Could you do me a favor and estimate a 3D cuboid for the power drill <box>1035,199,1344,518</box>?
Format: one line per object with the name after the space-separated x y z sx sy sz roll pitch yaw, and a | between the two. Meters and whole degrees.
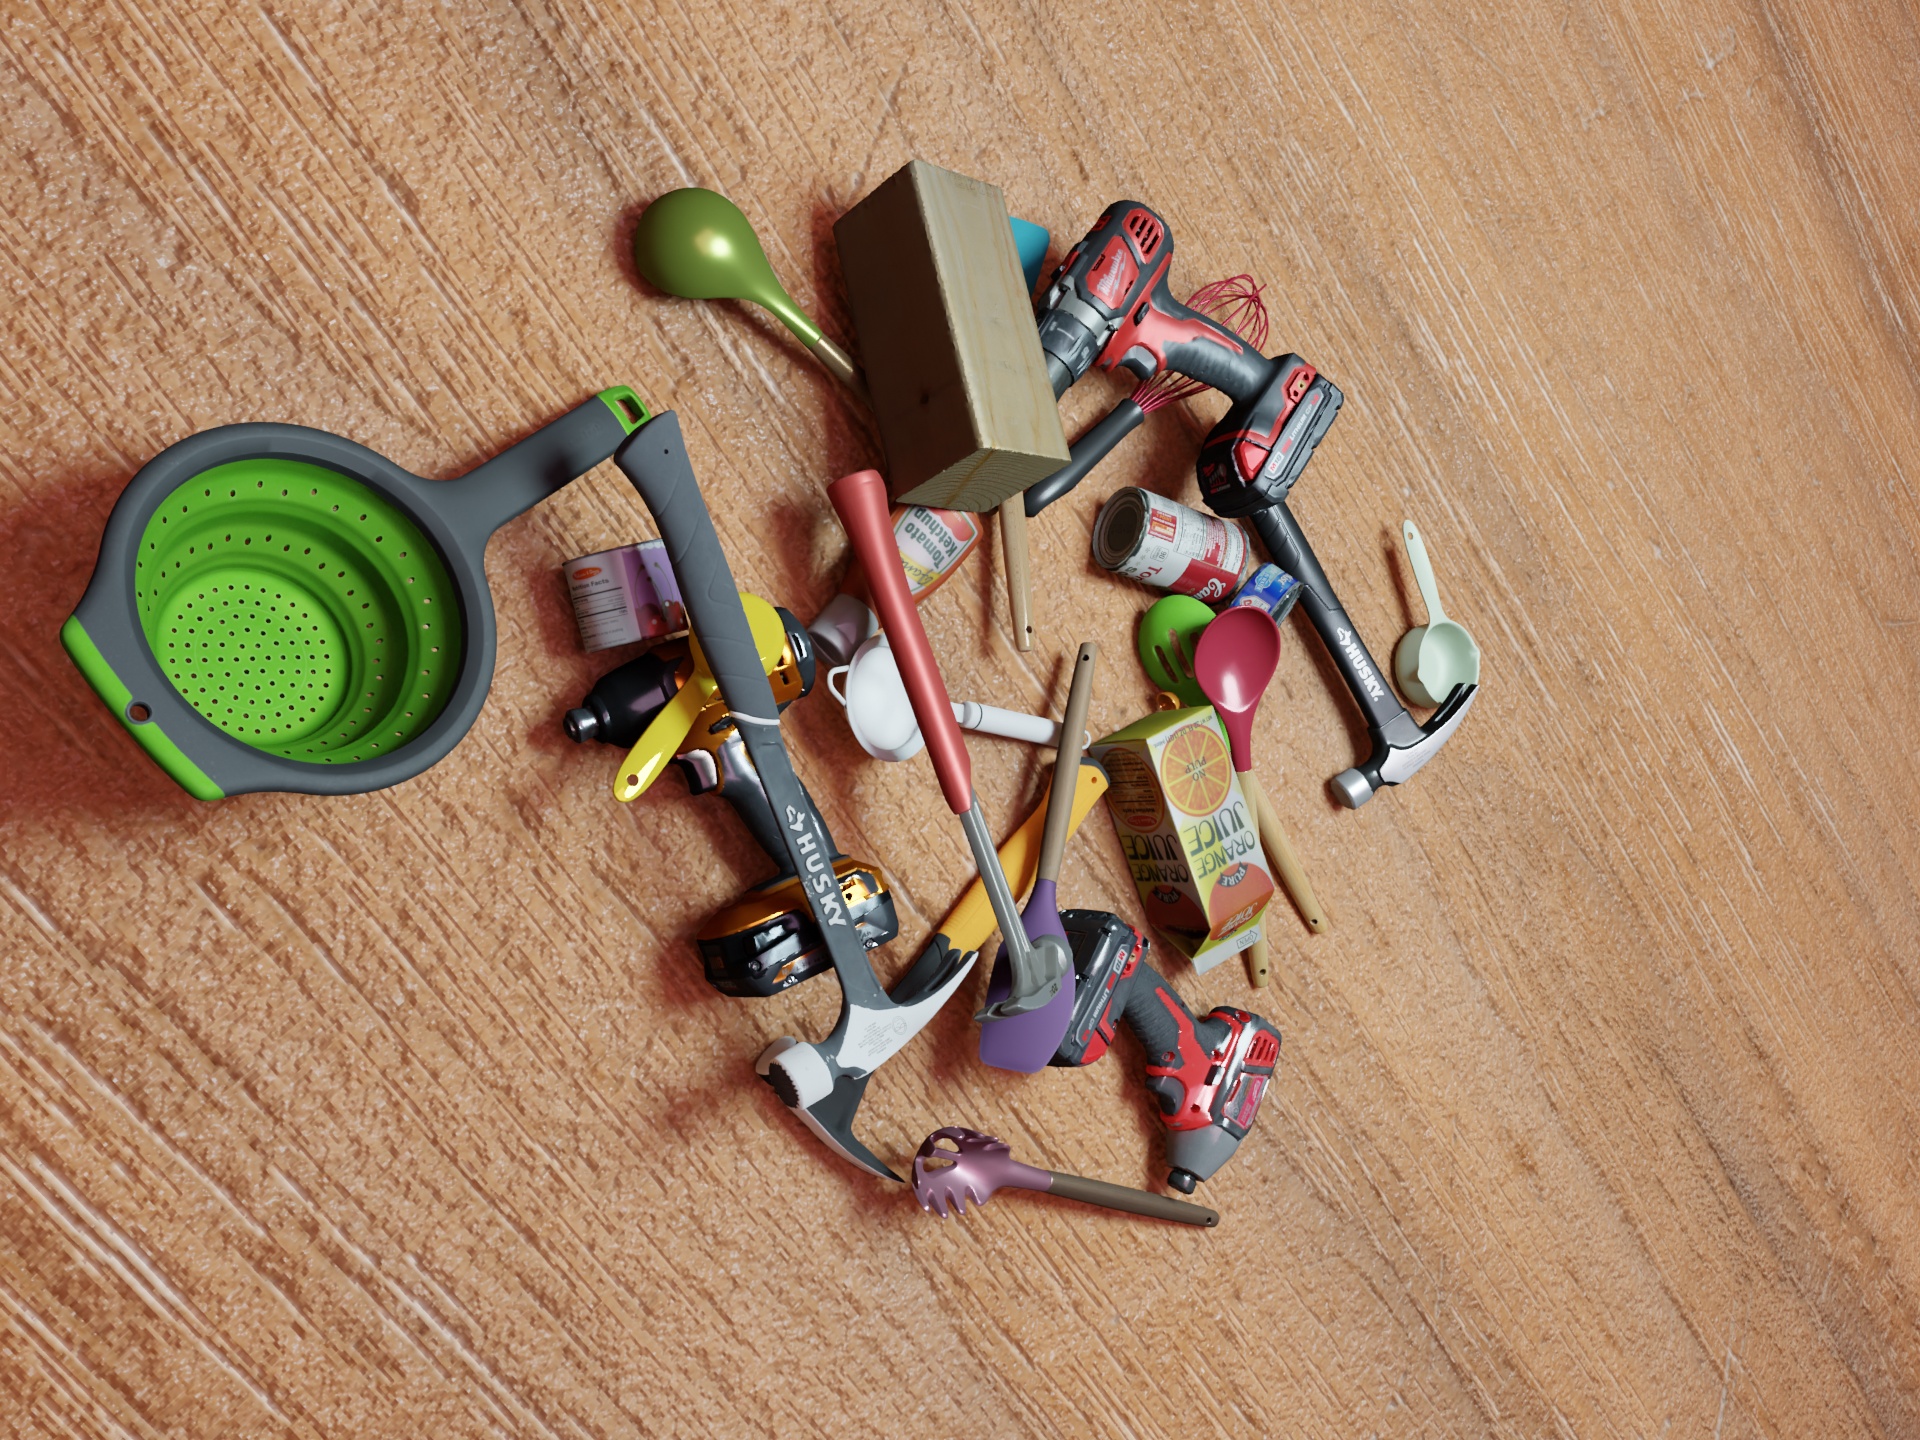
0.145 -0.240 1.154 0.226 0.080 0.188 37 77 -15 | power drill

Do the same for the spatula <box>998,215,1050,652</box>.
0.036 -0.207 1.148 0.082 0.044 0.317 1 79 -35 | spatula

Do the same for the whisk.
0.144 -0.249 1.223 0.296 0.073 0.073 -44 109 -22 | whisk

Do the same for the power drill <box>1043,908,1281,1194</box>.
0.137 0.244 1.165 0.219 0.078 0.143 38 67 -27 | power drill

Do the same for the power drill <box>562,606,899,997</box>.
-0.144 0.056 1.001 0.164 0.084 0.226 -21 93 -31 | power drill

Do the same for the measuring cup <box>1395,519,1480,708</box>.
0.399 -0.090 1.381 0.083 0.038 0.167 -19 94 -32 | measuring cup

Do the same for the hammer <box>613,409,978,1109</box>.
-0.110 0.015 0.943 0.149 0.036 0.409 -25 101 -32 | hammer

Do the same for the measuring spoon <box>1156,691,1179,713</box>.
0.182 0.026 1.237 0.011 0.021 0.116 -39 113 -28 | measuring spoon

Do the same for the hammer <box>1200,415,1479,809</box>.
0.297 -0.102 1.302 0.146 0.035 0.334 -34 100 -8 | hammer

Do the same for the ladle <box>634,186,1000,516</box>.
-0.088 -0.241 1.091 0.319 0.062 0.078 40 64 -31 | ladle

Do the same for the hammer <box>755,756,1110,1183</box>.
0.006 0.156 1.112 0.127 0.034 0.337 49 63 -18 | hammer

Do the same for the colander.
-0.323 -0.090 0.906 0.204 0.094 0.397 55 44 -12 | colander

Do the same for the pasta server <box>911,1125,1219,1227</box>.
0.083 0.333 1.123 0.316 0.040 0.060 24 91 -36 | pasta server

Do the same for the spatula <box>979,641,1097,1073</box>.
0.067 0.090 1.118 0.060 0.018 0.316 8 69 7 | spatula

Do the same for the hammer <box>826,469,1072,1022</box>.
-0.014 0.012 1.016 0.359 0.036 0.149 70 17 4 | hammer

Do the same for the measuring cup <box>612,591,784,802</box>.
-0.157 -0.015 0.947 0.062 0.029 0.157 40 59 -15 | measuring cup

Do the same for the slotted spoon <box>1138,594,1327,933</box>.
0.224 0.043 1.254 0.313 0.070 0.031 61 25 -19 | slotted spoon

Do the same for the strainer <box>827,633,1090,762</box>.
-0.002 -0.004 1.114 0.258 0.050 0.087 12 77 -39 | strainer

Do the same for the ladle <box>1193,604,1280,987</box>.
0.220 0.062 1.222 0.069 0.031 0.315 -10 107 -9 | ladle
